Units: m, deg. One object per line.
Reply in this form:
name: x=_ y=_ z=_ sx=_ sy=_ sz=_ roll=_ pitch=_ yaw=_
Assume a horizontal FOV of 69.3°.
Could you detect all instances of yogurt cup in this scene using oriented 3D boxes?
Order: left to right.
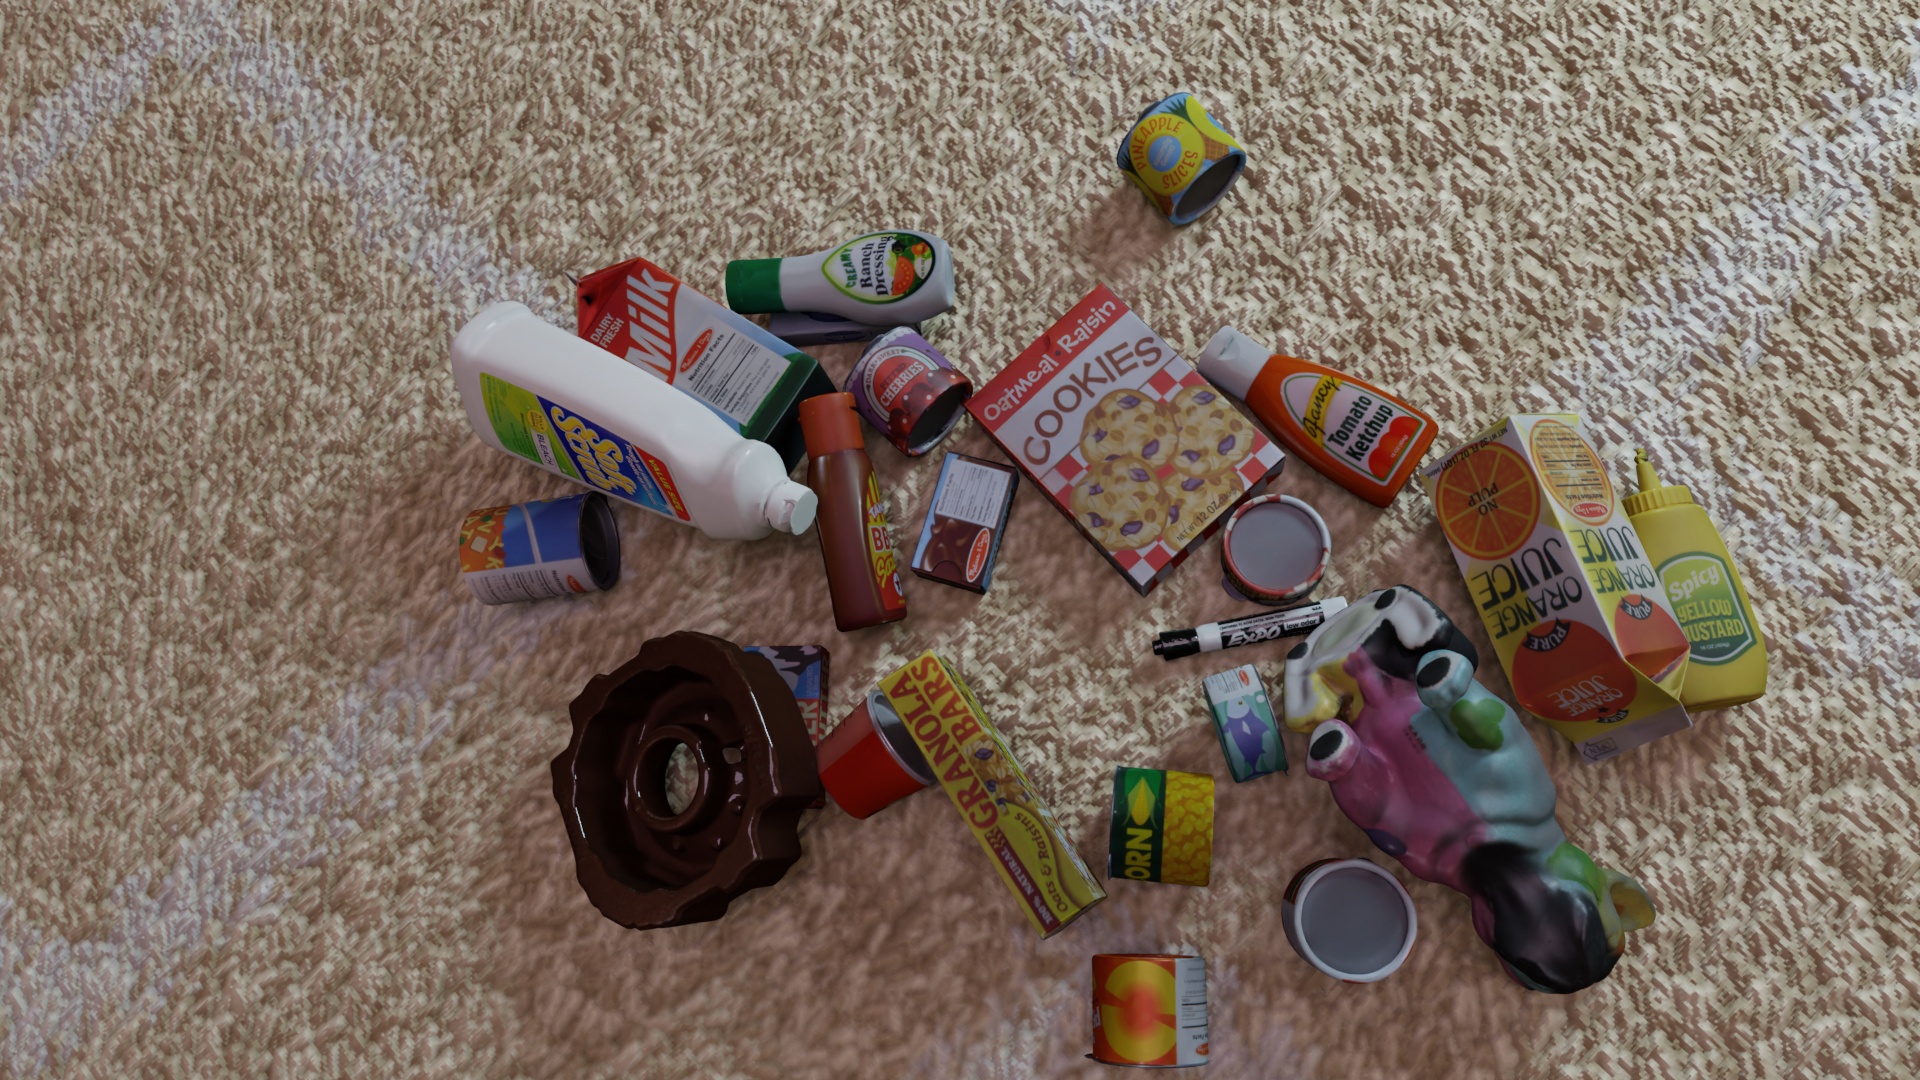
yogurt cup: x=-0.054 y=0.134 z=0.852 sx=0.054 sy=0.072 sz=0.072 roll=-37 pitch=73 yaw=11

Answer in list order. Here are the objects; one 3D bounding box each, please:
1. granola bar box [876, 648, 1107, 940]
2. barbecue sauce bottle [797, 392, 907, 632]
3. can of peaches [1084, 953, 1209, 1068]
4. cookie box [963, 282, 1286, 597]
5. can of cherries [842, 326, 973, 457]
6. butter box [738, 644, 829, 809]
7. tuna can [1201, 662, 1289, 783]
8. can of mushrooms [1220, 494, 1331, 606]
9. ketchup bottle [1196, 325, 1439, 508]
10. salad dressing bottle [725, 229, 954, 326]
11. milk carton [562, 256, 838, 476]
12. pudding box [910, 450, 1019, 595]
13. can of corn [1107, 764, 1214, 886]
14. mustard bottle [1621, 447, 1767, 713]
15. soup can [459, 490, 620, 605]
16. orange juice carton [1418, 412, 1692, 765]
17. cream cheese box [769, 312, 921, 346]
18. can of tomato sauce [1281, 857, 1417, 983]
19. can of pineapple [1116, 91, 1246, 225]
granola bar box: x=0.022 y=0.147 z=0.806 sx=0.039 sy=0.124 sz=0.166 roll=-34 pitch=74 yaw=-1
barbecue sauce bottle: x=-0.071 y=-0.018 z=0.880 sx=0.043 sy=0.065 sz=0.148 roll=-13 pitch=87 yaw=10
can of peaches: x=0.106 y=0.267 z=0.794 sx=0.071 sy=0.071 sz=0.058 roll=-1 pitch=76 yaw=9
cookie box: x=0.104 y=-0.067 z=0.892 sx=0.123 sy=0.040 sz=0.168 roll=-42 pitch=74 yaw=-3
can of cherries: x=-0.034 y=-0.097 z=0.905 sx=0.058 sy=0.071 sz=0.071 roll=43 pitch=86 yaw=15
butter box: x=-0.113 y=0.119 z=0.886 sx=0.053 sy=0.024 sz=0.103 roll=-2 pitch=75 yaw=9
tuna can: x=0.169 y=0.111 z=0.825 sx=0.033 sy=0.071 sz=0.071 roll=-18 pitch=74 yaw=5
can of mushrooms: x=0.194 y=0.008 z=0.863 sx=0.071 sy=0.033 sz=0.071 roll=-2 pitch=76 yaw=8
ketchup bottle: x=0.221 y=-0.083 z=0.877 sx=0.149 sy=0.043 sz=0.065 roll=34 pitch=83 yaw=16
salad dressing bottle: x=-0.080 y=-0.171 z=0.918 sx=0.148 sy=0.044 sz=0.064 roll=-2 pitch=72 yaw=8
milk carton: x=-0.183 y=-0.124 z=0.935 sx=0.191 sy=0.072 sz=0.073 roll=31 pitch=82 yaw=14
pudding box: x=0.003 y=-0.011 z=0.899 sx=0.050 sy=0.030 sz=0.084 roll=15 pitch=79 yaw=11
can of corn: x=0.118 y=0.169 z=0.815 sx=0.058 sy=0.071 sz=0.071 roll=3 pitch=77 yaw=9
mustard bottle: x=0.420 y=0.020 z=0.817 sx=0.065 sy=0.048 sz=0.160 roll=-11 pitch=75 yaw=3
soup can: x=-0.277 y=0.003 z=0.920 sx=0.084 sy=0.071 sz=0.071 roll=-8 pitch=75 yaw=7
orange juice carton: x=0.346 y=0.027 z=0.796 sx=0.073 sy=0.071 sz=0.193 roll=-3 pitch=67 yaw=-35
cream cheese box: x=-0.079 y=-0.164 z=0.953 sx=0.104 sy=0.024 sz=0.053 roll=-3 pitch=76 yaw=8
can of tomato sauce: x=0.219 y=0.211 z=0.781 sx=0.071 sy=0.083 sz=0.071 roll=-2 pitch=76 yaw=9
can of pineapple: x=0.146 y=-0.252 z=0.918 sx=0.071 sy=0.071 sz=0.058 roll=-38 pitch=74 yaw=-2
